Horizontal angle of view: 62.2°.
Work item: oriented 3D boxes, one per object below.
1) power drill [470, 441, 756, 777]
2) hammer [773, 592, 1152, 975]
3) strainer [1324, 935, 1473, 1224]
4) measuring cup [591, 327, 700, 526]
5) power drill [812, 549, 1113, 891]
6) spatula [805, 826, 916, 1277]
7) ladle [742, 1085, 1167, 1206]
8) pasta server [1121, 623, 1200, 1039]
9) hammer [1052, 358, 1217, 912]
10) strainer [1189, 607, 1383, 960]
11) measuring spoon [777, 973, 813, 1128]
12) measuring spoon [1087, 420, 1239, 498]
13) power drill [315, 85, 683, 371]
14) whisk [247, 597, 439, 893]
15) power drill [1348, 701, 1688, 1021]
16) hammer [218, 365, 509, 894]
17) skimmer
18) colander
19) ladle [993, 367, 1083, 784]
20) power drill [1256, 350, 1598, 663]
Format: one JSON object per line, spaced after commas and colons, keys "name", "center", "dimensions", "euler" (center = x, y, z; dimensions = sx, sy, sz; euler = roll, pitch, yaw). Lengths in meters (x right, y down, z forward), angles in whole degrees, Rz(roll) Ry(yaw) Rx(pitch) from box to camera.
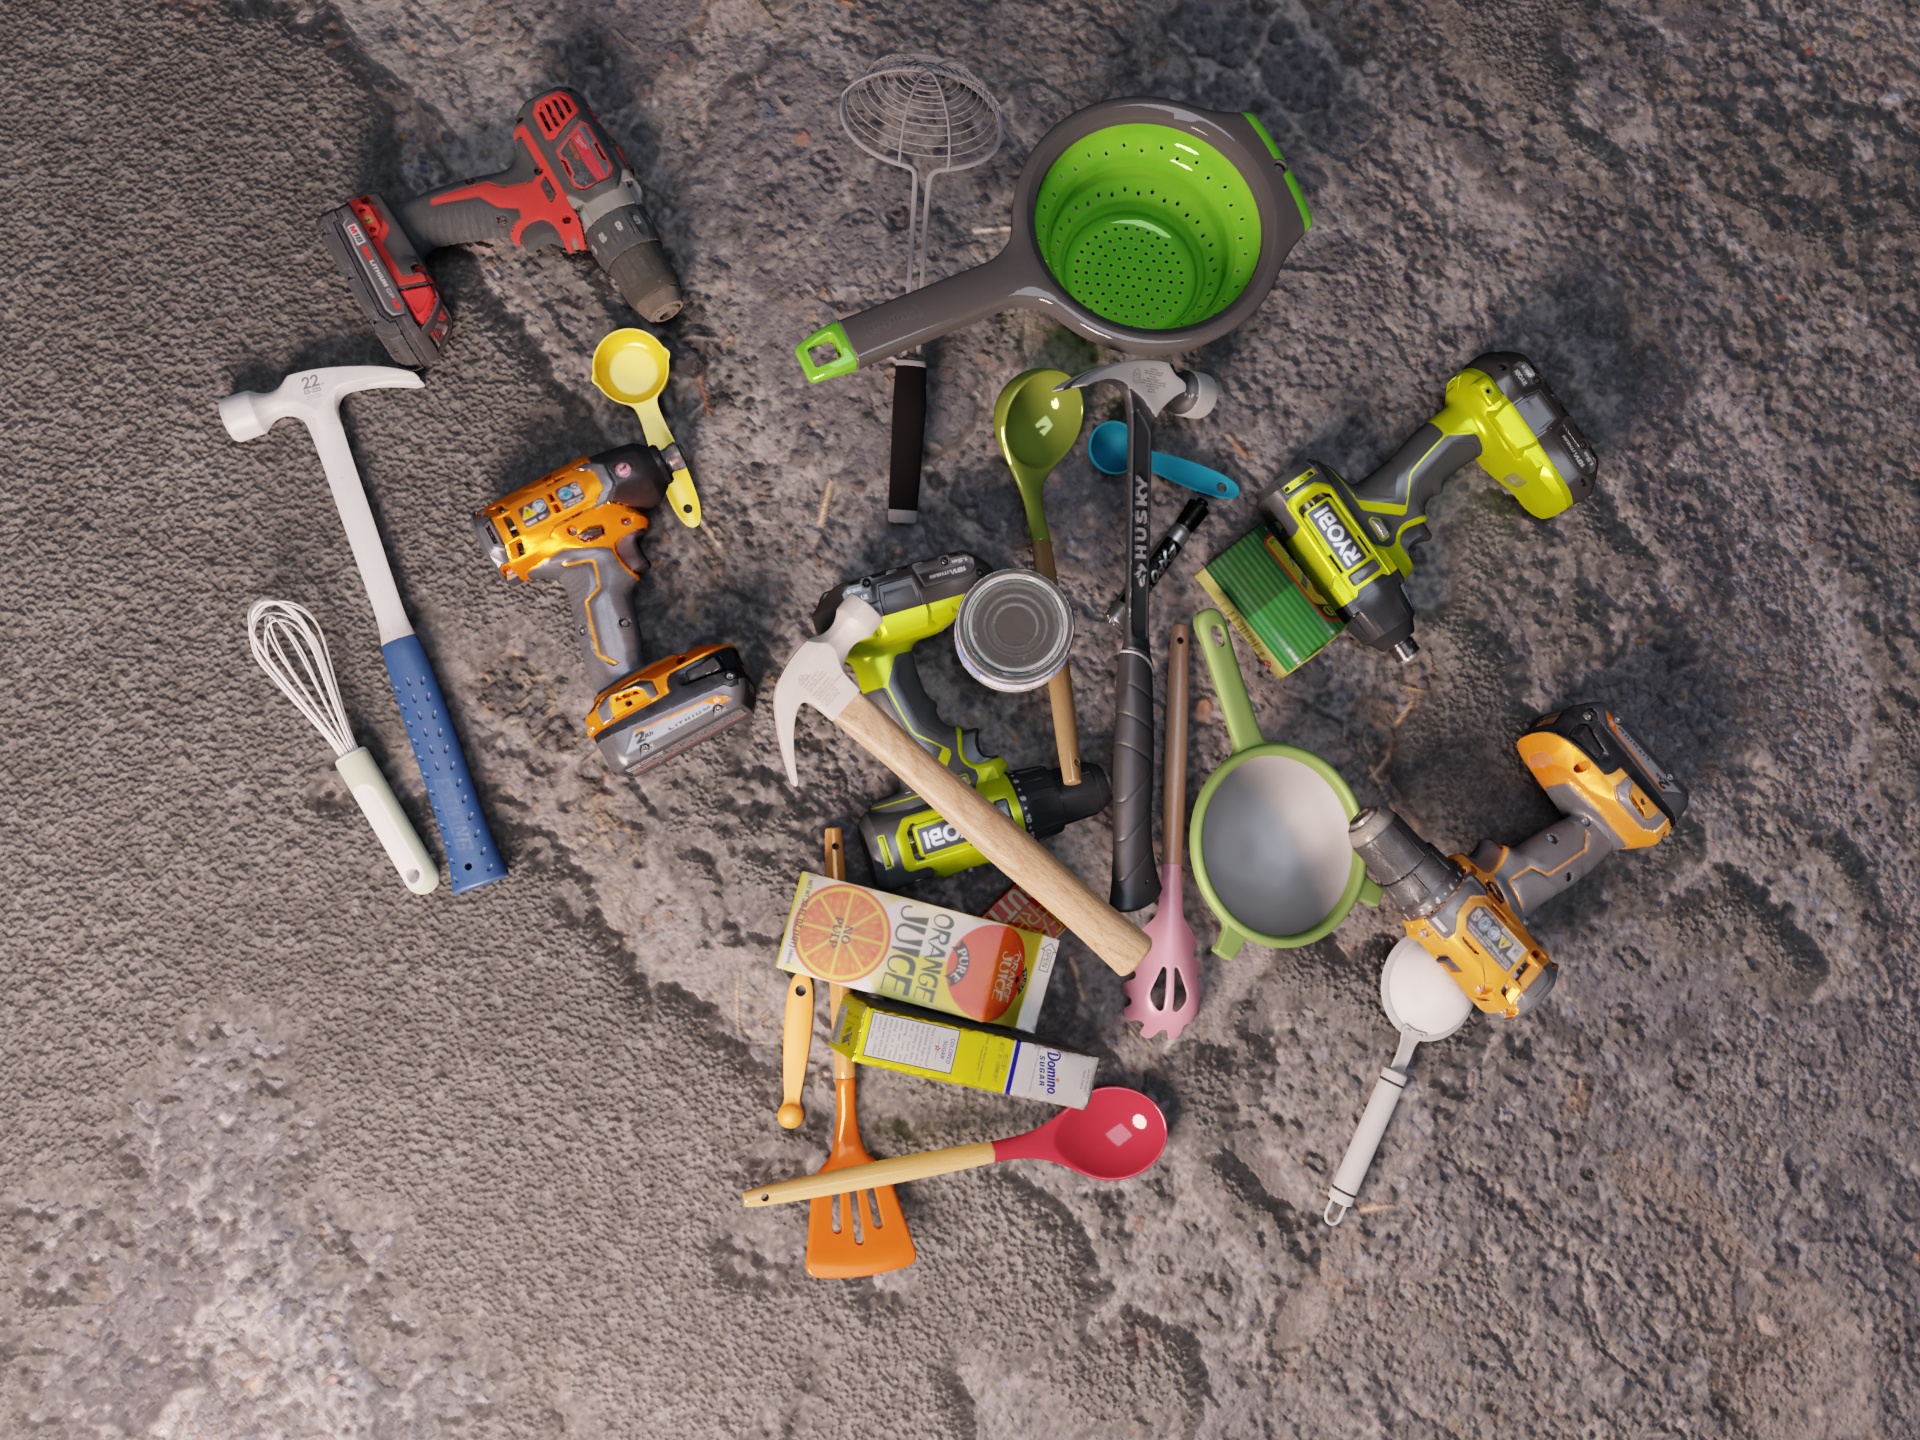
{"name": "power drill", "center": [-0.238, -0.091, 1.169], "dimensions": [0.164, 0.084, 0.226], "euler": [-29, 84, -3]}
{"name": "hammer", "center": [0.003, 0.066, 1.129], "dimensions": [0.331, 0.031, 0.130], "euler": [42, 83, -6]}
{"name": "strainer", "center": [0.334, 0.264, 1.205], "dimensions": [0.086, 0.050, 0.258], "euler": [25, 87, -16]}
{"name": "measuring cup", "center": [-0.232, -0.221, 1.215], "dimensions": [0.062, 0.029, 0.156], "euler": [-21, 99, -3]}
{"name": "power drill", "center": [-0.002, -0.004, 1.184], "dimensions": [0.190, 0.080, 0.228], "euler": [-17, 89, -10]}
{"name": "spatula", "center": [-0.084, 0.240, 1.174], "dimensions": [0.081, 0.041, 0.323], "euler": [-2, 84, -14]}
{"name": "ladle", "center": [-0.001, 0.320, 1.157], "dimensions": [0.315, 0.031, 0.069], "euler": [-6, 83, -15]}
{"name": "pasta server", "center": [0.161, 0.083, 1.214], "dimensions": [0.060, 0.040, 0.316], "euler": [4, 81, -4]}
{"name": "hammer", "center": [0.127, -0.064, 1.172], "dimensions": [0.149, 0.036, 0.409], "euler": [2, 89, -42]}
{"name": "strainer", "center": [0.209, 0.044, 1.192], "dimensions": [0.151, 0.069, 0.256], "euler": [-16, 87, -23]}
{"name": "measuring spoon", "center": [-0.123, 0.245, 1.185], "dimensions": [0.021, 0.011, 0.117], "euler": [5, 85, -4]}
{"name": "measuring spoon", "center": [0.157, -0.197, 1.244], "dimensions": [0.128, 0.021, 0.042], "euler": [18, 83, -12]}
{"name": "power drill", "center": [-0.336, -0.347, 1.189], "dimensions": [0.226, 0.080, 0.188], "euler": [-30, 88, -9]}
{"name": "whisk", "center": [-0.450, 0.019, 1.164], "dimensions": [0.058, 0.059, 0.246], "euler": [-29, 93, 16]}
{"name": "power drill", "center": [0.410, 0.083, 1.187], "dimensions": [0.226, 0.084, 0.185], "euler": [-44, 92, -15]}
{"name": "hammer", "center": [-0.414, -0.071, 1.178], "dimensions": [0.144, 0.035, 0.405], "euler": [-20, 87, -5]}
{"name": "skimmer", "center": [-0.037, -0.335, 1.232], "dimensions": [0.127, 0.090, 0.363], "euler": [3, 95, -8]}
{"name": "colander", "center": [0.063, -0.325, 1.194], "dimensions": [0.397, 0.094, 0.204], "euler": [-24, 81, -10]}
{"name": "ladle", "center": [0.071, -0.111, 1.176], "dimensions": [0.078, 0.062, 0.320], "euler": [8, 68, -41]}
{"name": "power drill", "center": [0.365, -0.164, 1.226], "dimensions": [0.223, 0.080, 0.171], "euler": [-35, 89, -2]}
